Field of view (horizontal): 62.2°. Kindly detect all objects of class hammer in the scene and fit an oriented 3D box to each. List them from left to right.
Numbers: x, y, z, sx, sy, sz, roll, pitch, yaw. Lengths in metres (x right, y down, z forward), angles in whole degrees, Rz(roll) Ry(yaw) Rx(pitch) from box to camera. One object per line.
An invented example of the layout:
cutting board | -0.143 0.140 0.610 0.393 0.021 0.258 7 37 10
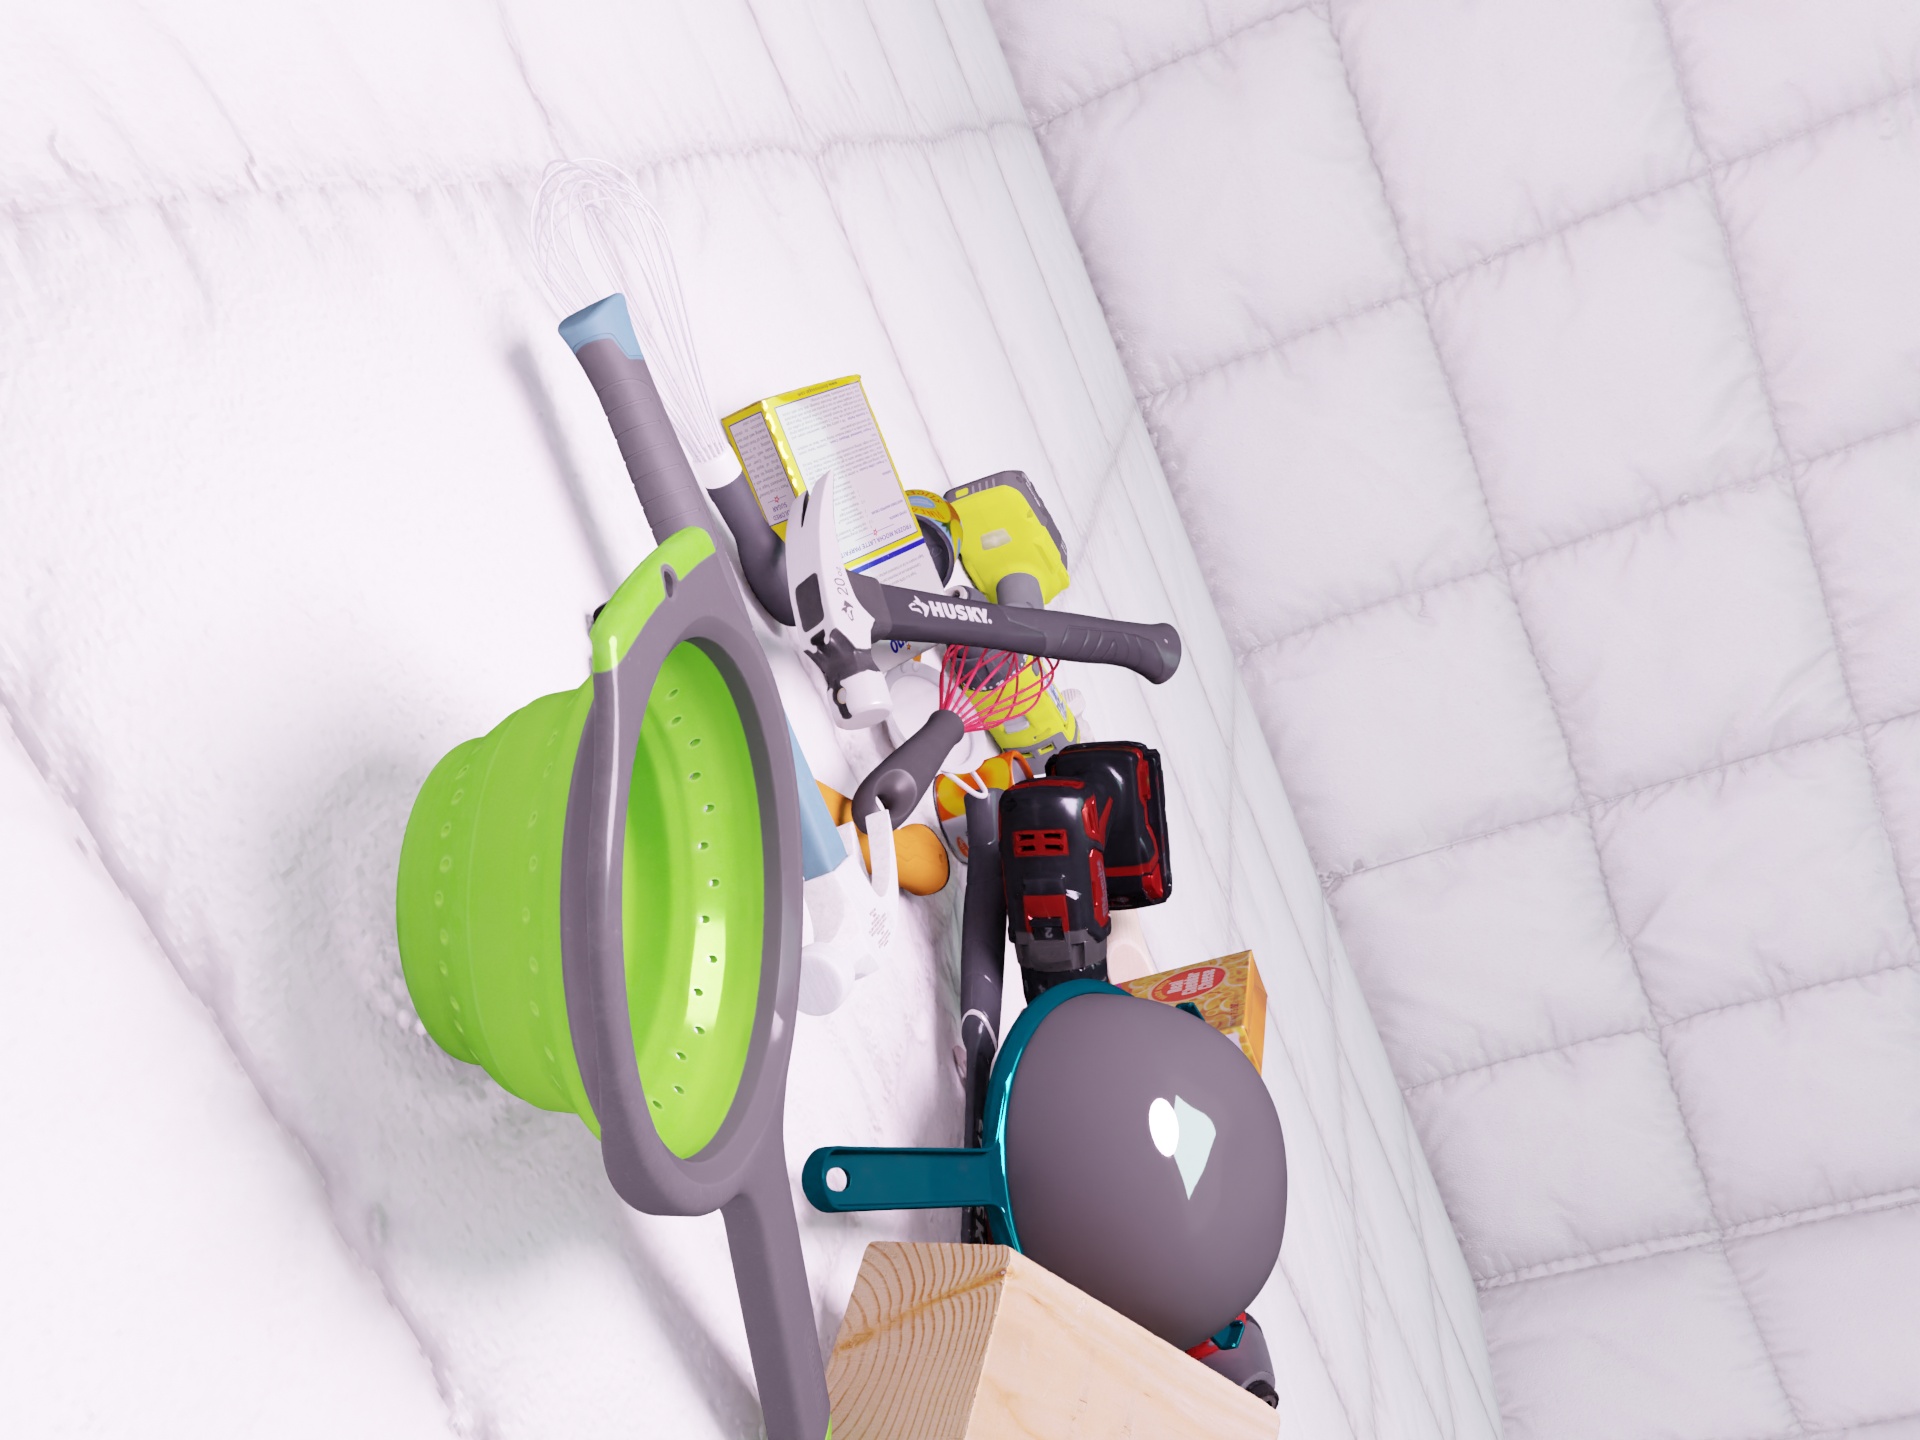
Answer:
hammer | -0.106 -0.037 0.728 0.331 0.033 0.128 68 16 -5
hammer | -0.080 0.050 0.829 0.336 0.034 0.127 38 35 -61
hammer | 0.014 0.200 0.912 0.409 0.036 0.149 -87 154 -43
hammer | 0.029 -0.060 0.961 0.334 0.035 0.146 3 61 -48
hammer | 0.123 0.116 1.299 0.411 0.038 0.146 -93 160 -66

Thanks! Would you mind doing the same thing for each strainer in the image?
strainer | -0.046 -0.059 1.047 0.086 0.050 0.258 -4 69 -51
strainer | 0.071 0.223 0.793 0.340 0.095 0.211 17 61 -48

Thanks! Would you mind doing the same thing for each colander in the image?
colander | -0.115 0.134 0.567 0.205 0.094 0.396 -72 158 -65

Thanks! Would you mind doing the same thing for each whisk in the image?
whisk | -0.143 -0.161 0.836 0.070 0.070 0.284 -88 159 -51
whisk | -0.002 -0.003 0.956 0.073 0.073 0.296 67 27 -14

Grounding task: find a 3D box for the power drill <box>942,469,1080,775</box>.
power drill | 0.033 -0.093 1.279 0.190 0.080 0.229 56 25 -43

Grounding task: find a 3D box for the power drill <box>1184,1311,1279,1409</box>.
power drill | 0.138 0.355 1.044 0.219 0.078 0.143 64 -12 -28

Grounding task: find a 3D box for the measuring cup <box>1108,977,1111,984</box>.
measuring cup | 0.102 0.221 1.196 0.173 0.052 0.095 14 58 -73

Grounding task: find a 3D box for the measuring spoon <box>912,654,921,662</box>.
measuring spoon | -0.036 -0.056 1.135 0.117 0.011 0.021 -91 157 -55

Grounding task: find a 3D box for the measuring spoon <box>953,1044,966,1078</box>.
measuring spoon | 0.021 0.254 0.973 0.124 0.018 0.034 62 14 -7

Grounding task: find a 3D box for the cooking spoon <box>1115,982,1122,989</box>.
cooking spoon | 0.061 0.278 0.856 0.319 0.017 0.068 -70 155 -43

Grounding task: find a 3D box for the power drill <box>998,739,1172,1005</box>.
power drill | 0.080 0.113 1.018 0.227 0.080 0.188 -34 119 -72
